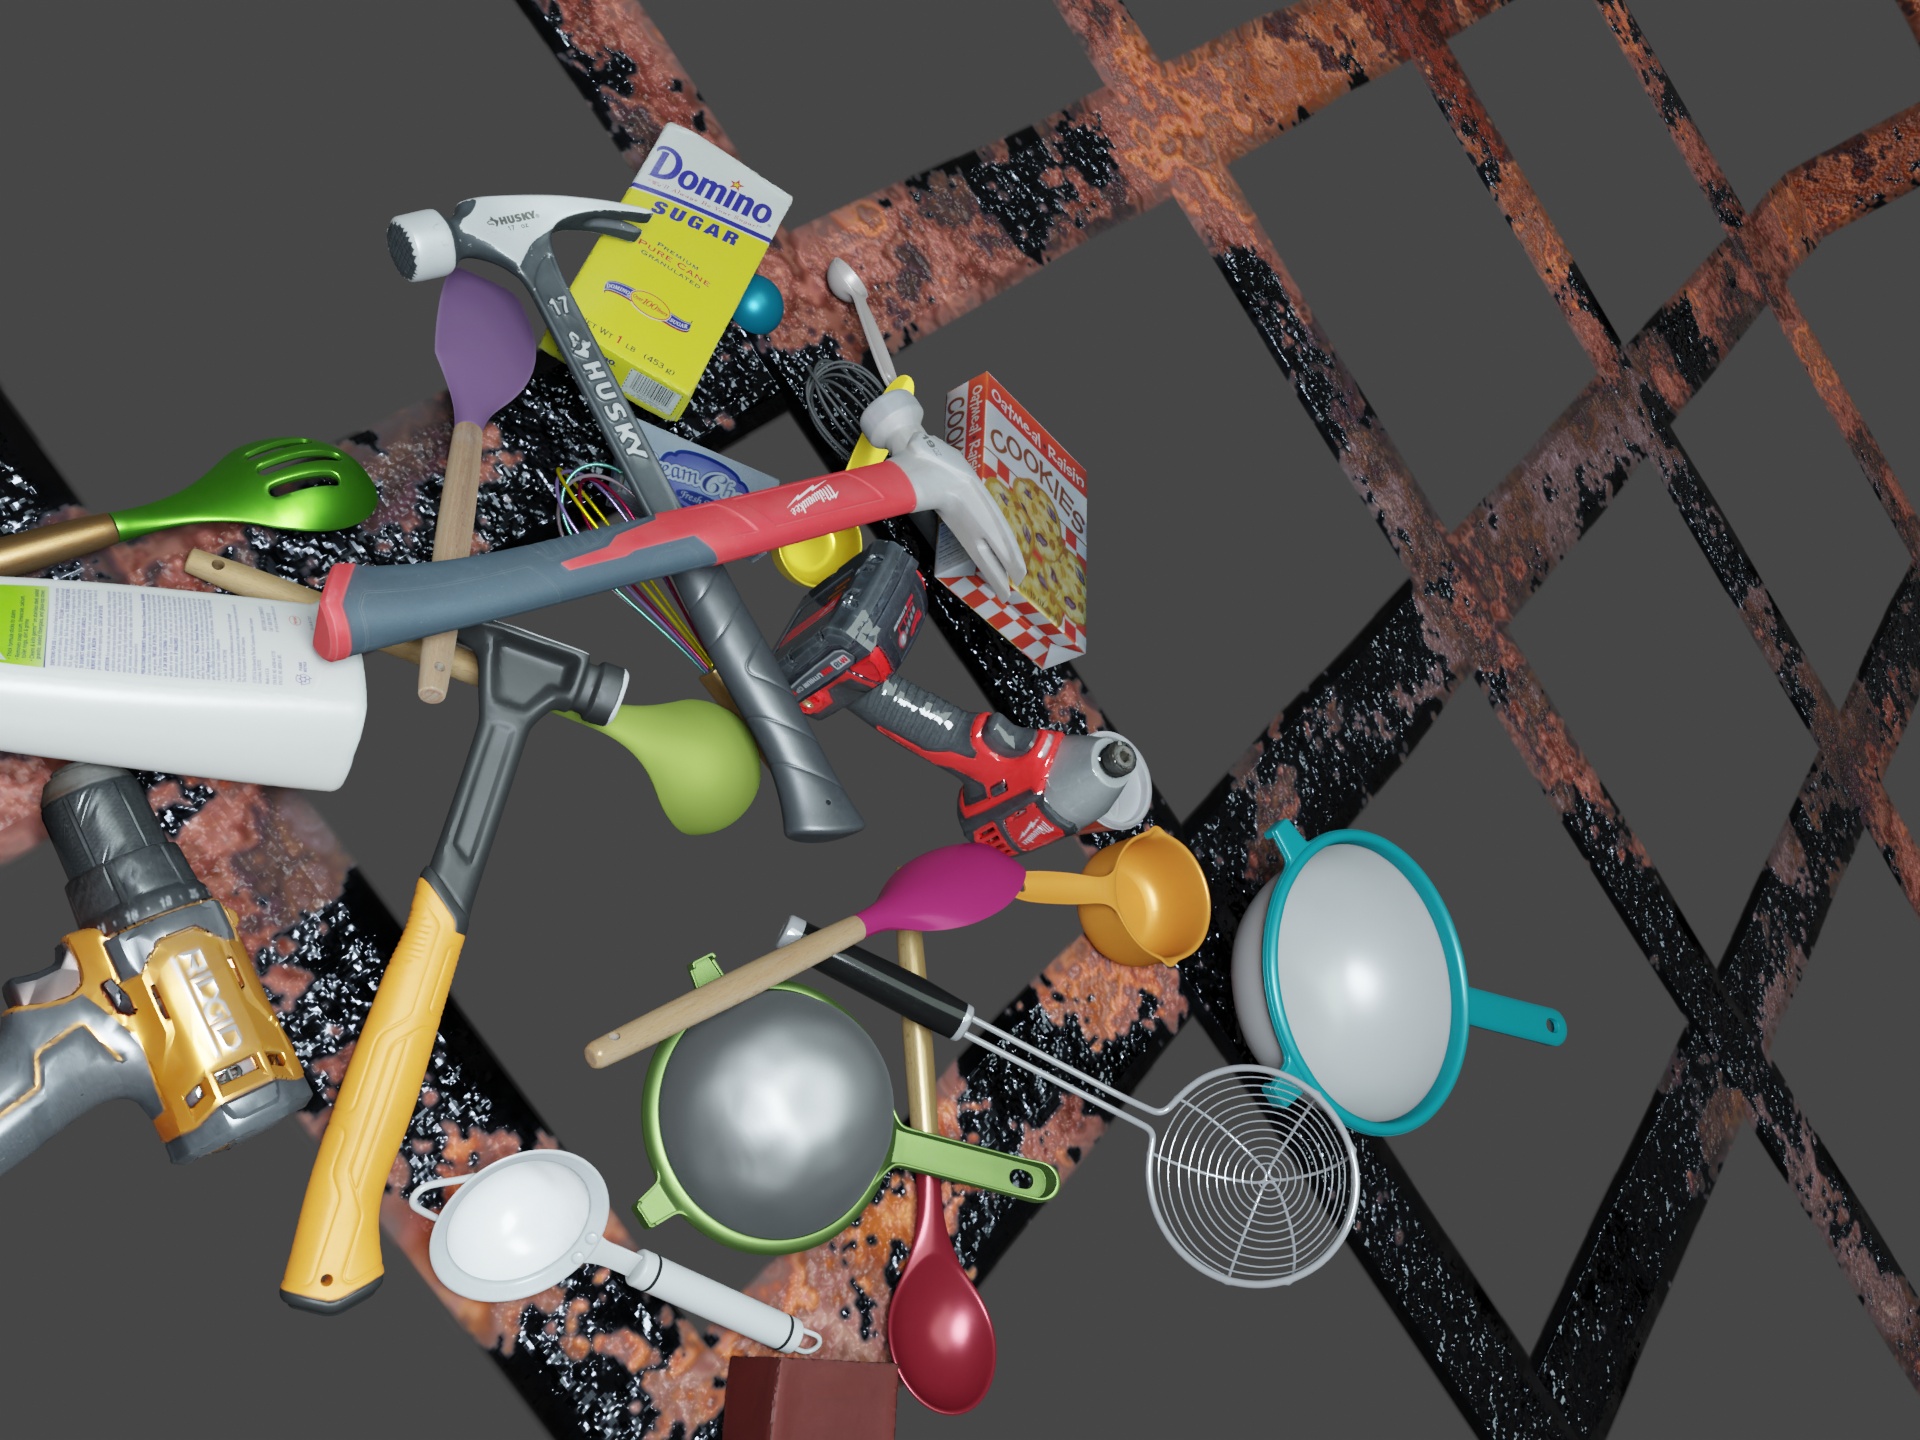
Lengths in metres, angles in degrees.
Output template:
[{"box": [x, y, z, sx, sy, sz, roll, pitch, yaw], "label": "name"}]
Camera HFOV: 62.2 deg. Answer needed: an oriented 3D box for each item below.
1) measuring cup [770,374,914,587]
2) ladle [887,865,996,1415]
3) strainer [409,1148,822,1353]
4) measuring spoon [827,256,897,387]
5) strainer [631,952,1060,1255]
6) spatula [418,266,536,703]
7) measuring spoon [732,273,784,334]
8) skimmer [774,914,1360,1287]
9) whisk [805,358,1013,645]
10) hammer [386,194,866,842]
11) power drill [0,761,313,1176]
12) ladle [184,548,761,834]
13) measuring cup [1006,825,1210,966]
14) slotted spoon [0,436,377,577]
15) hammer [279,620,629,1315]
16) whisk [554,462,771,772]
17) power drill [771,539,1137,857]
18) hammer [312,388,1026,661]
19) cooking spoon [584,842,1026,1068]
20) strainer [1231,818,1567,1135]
[{"box": [-0.072, -0.154, 1.018, 0.062, 0.029, 0.156, 33, 74, -24], "label": "measuring cup"}, {"box": [-0.022, 0.240, 0.943, 0.069, 0.031, 0.316, 7, 68, -31], "label": "ladle"}, {"box": [-0.169, 0.276, 0.808, 0.258, 0.050, 0.087, 37, 91, -29], "label": "strainer"}, {"box": [-0.067, -0.263, 1.076, 0.034, 0.018, 0.124, 24, 39, -53], "label": "measuring spoon"}, {"box": [-0.045, 0.226, 0.879, 0.256, 0.069, 0.152, 21, 60, -20], "label": "strainer"}, {"box": [-0.262, -0.135, 0.847, 0.059, 0.018, 0.316, 21, 44, -31], "label": "spatula"}, {"box": [-0.155, -0.315, 1.043, 0.042, 0.021, 0.128, -37, 99, -40], "label": "measuring spoon"}, {"box": [0.059, 0.208, 0.925, 0.363, 0.090, 0.127, 29, 85, -9], "label": "skimmer"}, {"box": [-0.027, -0.144, 1.070, 0.238, 0.055, 0.055, 52, 51, -17], "label": "whisk"}, {"box": [-0.160, -0.114, 0.890, 0.149, 0.036, 0.409, -27, 88, -36], "label": "hammer"}, {"box": [-0.409, 0.126, 0.655, 0.226, 0.084, 0.185, -23, 86, -44], "label": "power drill"}, {"box": [-0.252, -0.018, 0.858, 0.320, 0.062, 0.078, 23, 60, -22], "label": "ladle"}, {"box": [0.086, 0.118, 1.054, 0.173, 0.052, 0.095, 8, 69, -34], "label": "measuring cup"}, {"box": [-0.424, -0.082, 0.746, 0.314, 0.031, 0.070, -27, 65, -38], "label": "slotted spoon"}, {"box": [-0.266, 0.109, 0.771, 0.127, 0.034, 0.337, 20, 70, -21], "label": "hammer"}, {"box": [-0.158, -0.050, 0.936, 0.051, 0.047, 0.245, -43, 106, -27], "label": "whisk"}, {"box": [-0.002, -0.003, 0.972, 0.219, 0.143, 0.079, 38, 54, -18], "label": "power drill"}, {"box": [-0.138, -0.082, 0.828, 0.386, 0.038, 0.143, -21, 69, -38], "label": "hammer"}, {"box": [-0.076, 0.125, 0.895, 0.319, 0.069, 0.017, -21, 132, -44], "label": "cooking spoon"}, {"box": [0.311, 0.205, 1.169, 0.340, 0.095, 0.211, 18, 66, -34], "label": "strainer"}]
